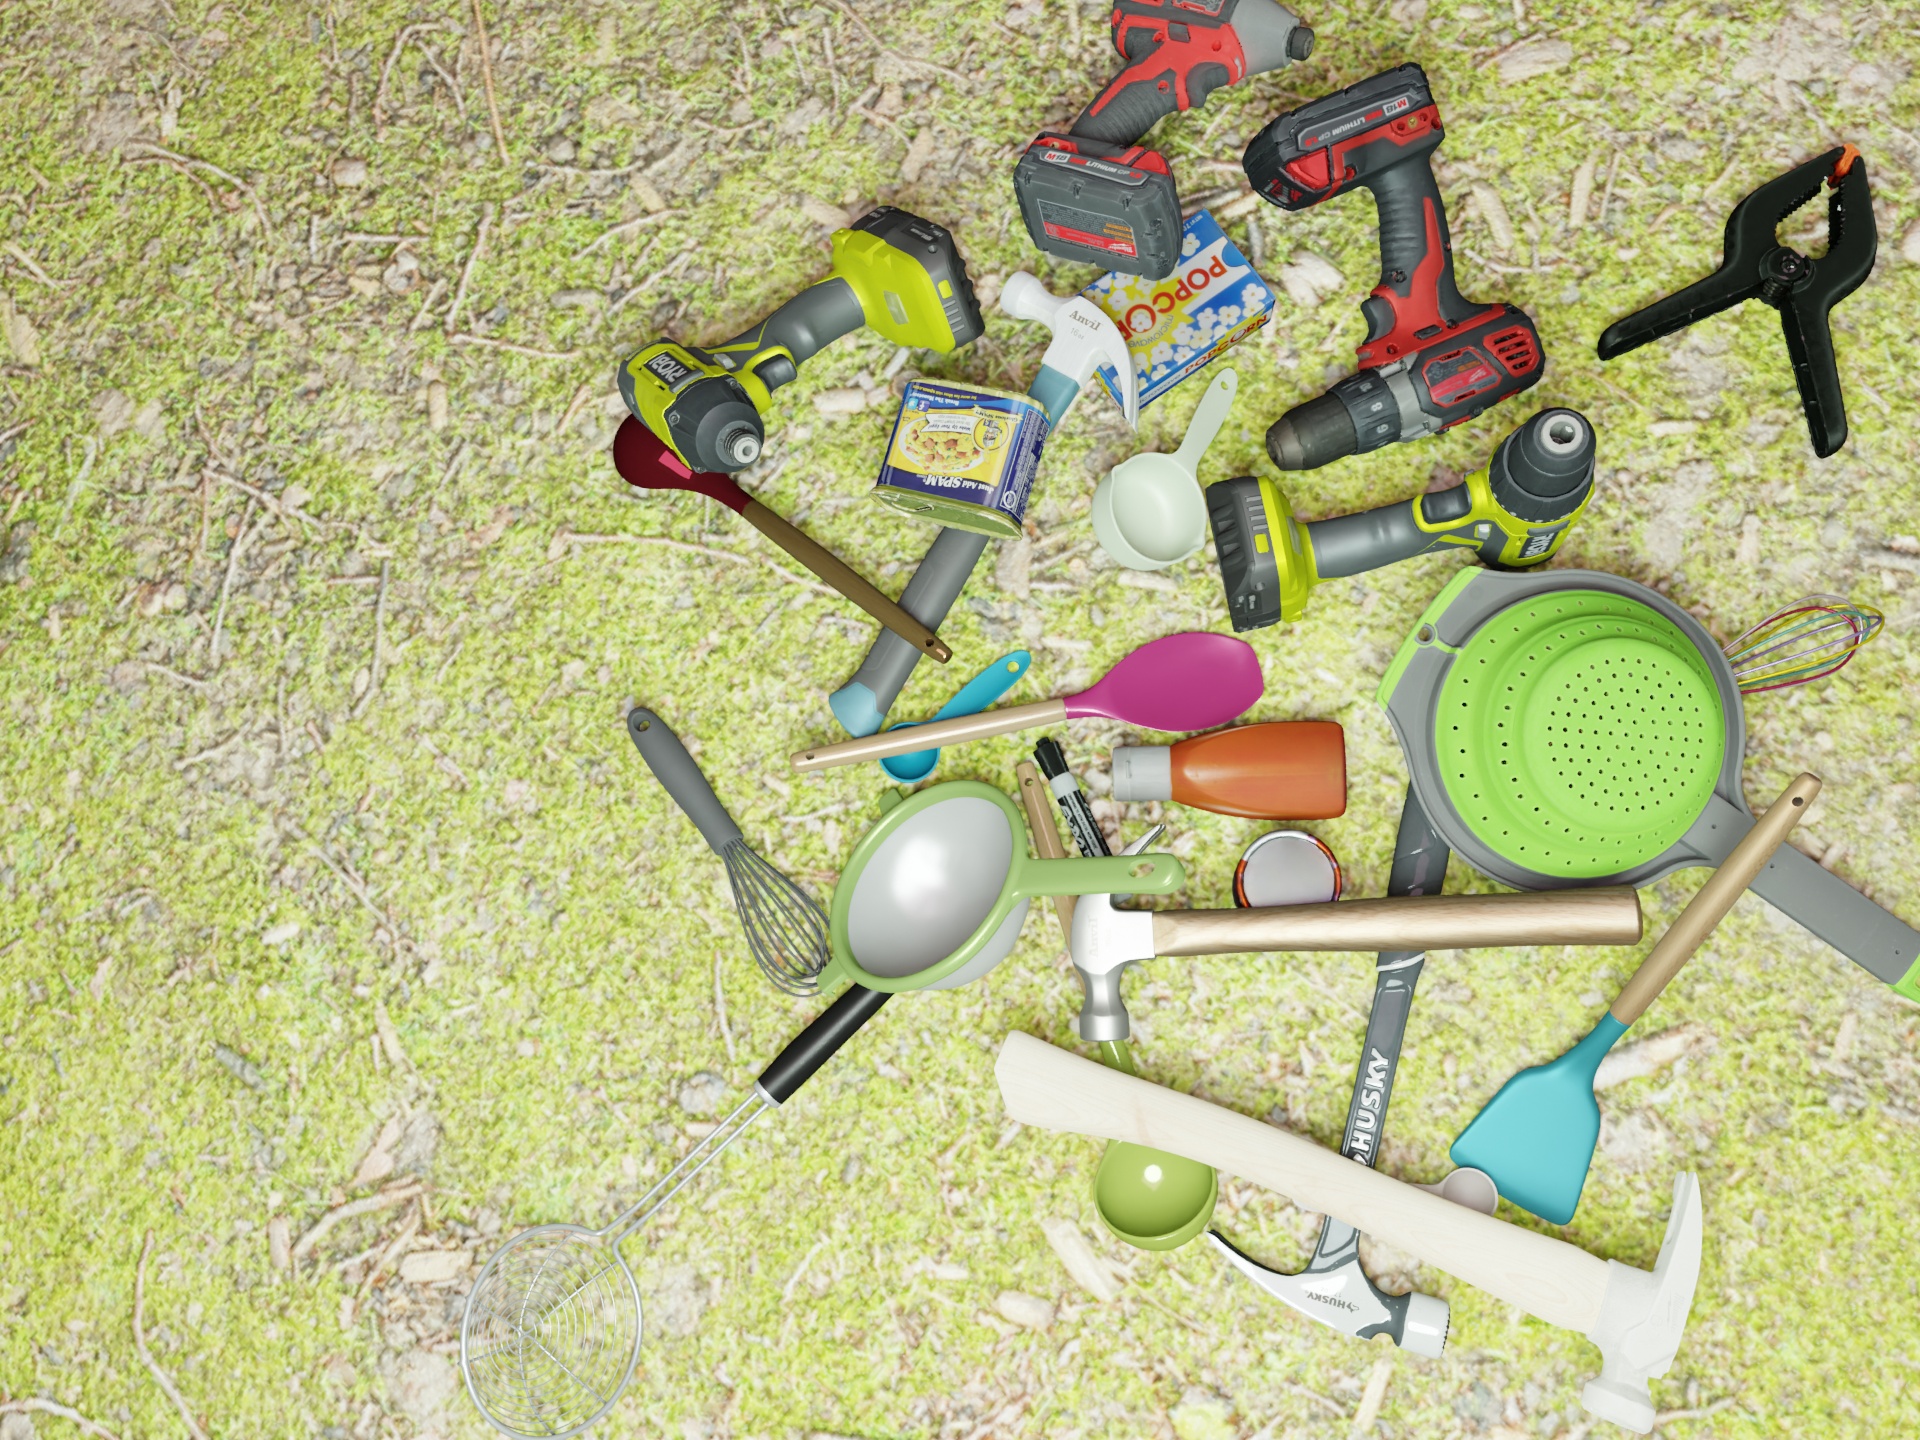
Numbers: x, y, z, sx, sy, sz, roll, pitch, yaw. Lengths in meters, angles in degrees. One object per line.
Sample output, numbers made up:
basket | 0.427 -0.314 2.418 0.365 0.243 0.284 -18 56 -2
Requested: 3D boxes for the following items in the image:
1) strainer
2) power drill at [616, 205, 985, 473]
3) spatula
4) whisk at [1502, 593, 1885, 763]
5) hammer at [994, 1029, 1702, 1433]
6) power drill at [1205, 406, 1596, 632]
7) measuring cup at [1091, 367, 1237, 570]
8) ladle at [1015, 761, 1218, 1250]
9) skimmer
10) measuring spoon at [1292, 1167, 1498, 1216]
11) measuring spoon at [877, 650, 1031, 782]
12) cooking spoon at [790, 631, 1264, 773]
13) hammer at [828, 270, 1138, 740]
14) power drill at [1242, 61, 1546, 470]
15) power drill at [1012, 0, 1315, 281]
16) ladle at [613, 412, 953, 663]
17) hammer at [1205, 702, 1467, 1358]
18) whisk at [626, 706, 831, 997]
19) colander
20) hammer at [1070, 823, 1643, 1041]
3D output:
strainer | 0.035 0.111 0.986 0.256 0.069 0.152 -7 52 37
power drill | -0.103 -0.246 1.056 0.223 0.080 0.171 -34 38 -12
spatula | 0.403 0.161 0.932 0.082 0.044 0.317 31 118 12
whisk | 0.464 -0.021 1.014 0.245 0.051 0.047 -22 57 7
hammer | 0.219 0.263 0.936 0.411 0.038 0.146 20 77 10
power drill | 0.272 -0.126 0.980 0.228 0.190 0.080 -12 78 9
measuring cup | 0.144 -0.173 1.081 0.083 0.038 0.168 37 66 -17
ladle | 0.086 0.175 1.016 0.078 0.062 0.320 -18 75 5
skimmer | -0.161 0.293 1.008 0.363 0.090 0.127 -43 110 -4
measuring spoon | 0.270 0.297 0.993 0.124 0.018 0.034 -4 75 14
measuring spoon | -0.002 -0.003 1.082 0.128 0.021 0.042 -39 78 -10
cooking spoon | 0.044 -0.003 1.058 0.319 0.017 0.069 -11 72 -1
hammer | 0.008 -0.134 1.072 0.128 0.033 0.331 32 93 19
power drill | 0.260 -0.286 1.041 0.188 0.080 0.226 -23 96 -2
power drill | 0.140 -0.415 1.085 0.143 0.078 0.220 22 72 23
ladle | -0.126 -0.130 1.088 0.315 0.031 0.069 37 84 19
hammer | 0.267 0.171 0.998 0.149 0.036 0.409 11 79 19
whisk | -0.158 0.085 1.071 0.055 0.055 0.239 -38 73 0
colander | 0.443 0.054 0.939 0.397 0.094 0.204 35 91 1
hammer | 0.231 0.121 0.954 0.331 0.031 0.130 -4 85 11
